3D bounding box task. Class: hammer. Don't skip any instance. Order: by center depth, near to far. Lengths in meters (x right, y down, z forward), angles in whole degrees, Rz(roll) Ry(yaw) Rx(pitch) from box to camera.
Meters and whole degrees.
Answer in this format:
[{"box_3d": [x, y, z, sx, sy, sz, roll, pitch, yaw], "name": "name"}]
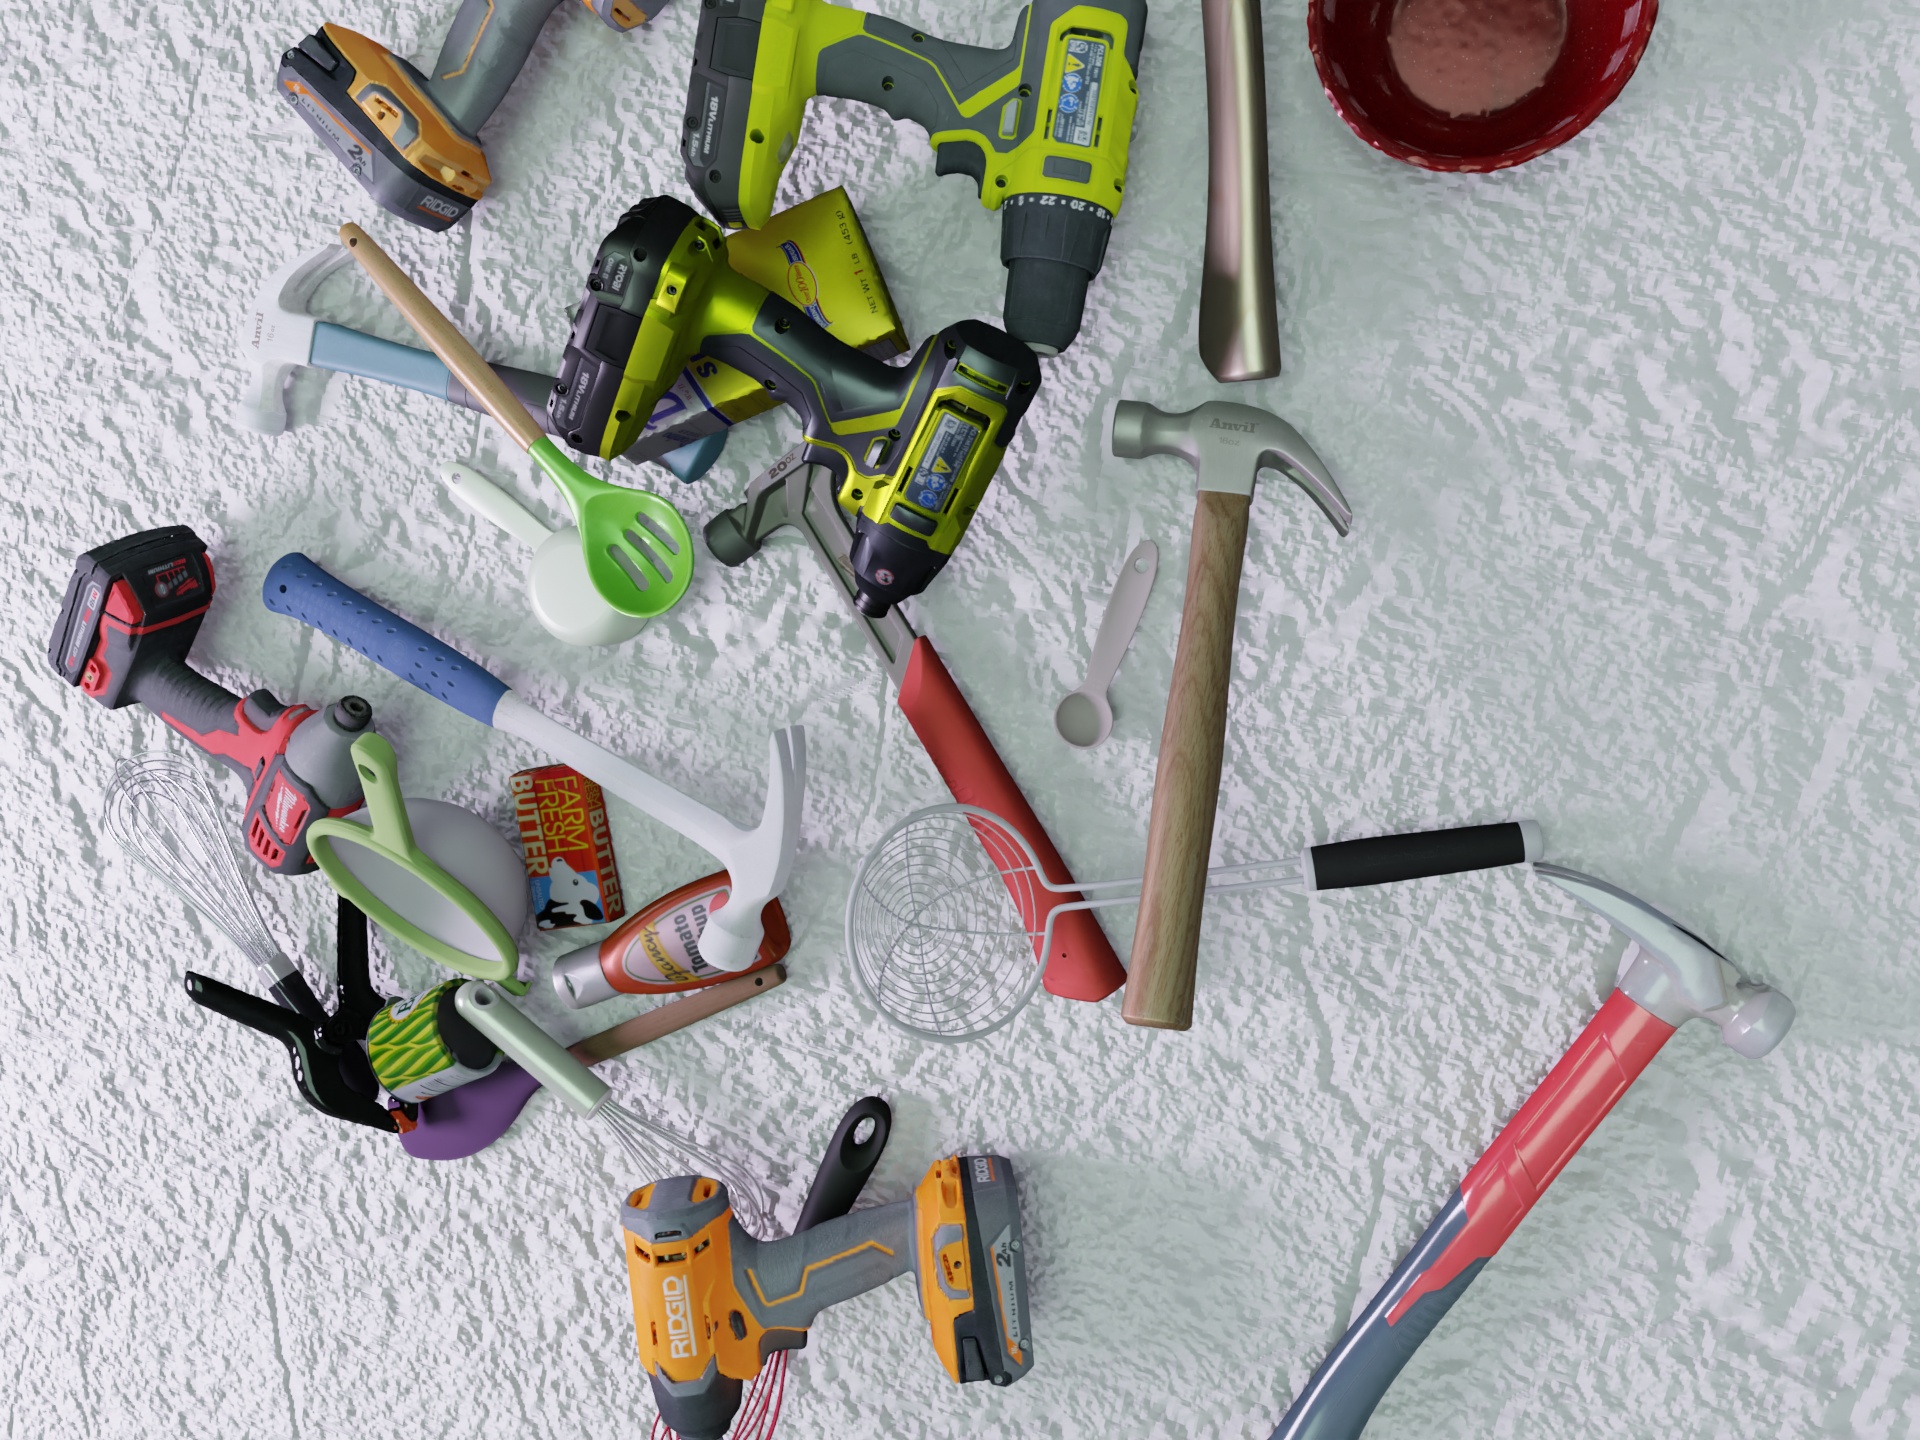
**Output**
[{"box_3d": [0.138, -0.379, 0.793, 0.146, 0.038, 0.410, 11, 109, 59], "name": "hammer"}, {"box_3d": [0.125, -0.007, 0.821, 0.130, 0.031, 0.331, 7, 78, 10], "name": "hammer"}, {"box_3d": [0.269, 0.263, 0.867, 0.143, 0.038, 0.386, 35, 105, 11], "name": "hammer"}, {"box_3d": [-0.001, -0.003, 0.914, 0.149, 0.036, 0.359, -32, 87, 18], "name": "hammer"}, {"box_3d": [-0.267, -0.008, 0.965, 0.406, 0.035, 0.144, 28, 105, 19], "name": "hammer"}, {"box_3d": [-0.297, -0.204, 0.978, 0.331, 0.033, 0.128, 17, 102, 14], "name": "hammer"}]

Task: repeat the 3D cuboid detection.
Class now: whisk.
[{"box_3d": [-0.114, 0.361, 0.984, 0.073, 0.073, 0.296, 28, 98, 11], "name": "whisk"}, {"box_3d": [-0.219, 0.245, 0.991, 0.246, 0.058, 0.059, 38, 131, 5], "name": "whisk"}, {"box_3d": [-0.477, 0.141, 1.063, 0.070, 0.070, 0.284, -35, 91, 17], "name": "whisk"}]

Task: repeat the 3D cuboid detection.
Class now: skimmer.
[{"box_3d": [0.124, 0.090, 0.834, 0.363, 0.090, 0.127, -8, 89, 8], "name": "skimmer"}]

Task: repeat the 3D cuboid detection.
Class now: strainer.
[{"box_3d": [-0.315, 0.063, 0.944, 0.151, 0.069, 0.256, 28, 147, 8], "name": "strainer"}]

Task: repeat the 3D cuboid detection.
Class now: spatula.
[{"box_3d": [-0.244, 0.218, 1.022, 0.316, 0.018, 0.060, -25, 86, 19], "name": "spatula"}]

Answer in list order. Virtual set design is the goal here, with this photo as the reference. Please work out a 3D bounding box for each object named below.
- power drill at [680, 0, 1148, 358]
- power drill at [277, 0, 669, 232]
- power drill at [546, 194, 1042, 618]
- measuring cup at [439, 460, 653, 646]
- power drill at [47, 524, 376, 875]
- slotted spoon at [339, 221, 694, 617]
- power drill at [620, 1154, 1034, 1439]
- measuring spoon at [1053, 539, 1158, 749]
[{"box_3d": [-0.024, -0.301, 0.835, 0.228, 0.080, 0.190, 9, 93, -1], "name": "power drill"}, {"box_3d": [-0.293, -0.426, 0.926, 0.226, 0.084, 0.185, -43, 84, 12], "name": "power drill"}, {"box_3d": [-0.091, -0.160, 0.835, 0.223, 0.080, 0.171, 25, 121, -6], "name": "power drill"}, {"box_3d": [-0.263, -0.109, 0.975, 0.167, 0.038, 0.083, 37, 105, 7], "name": "measuring cup"}, {"box_3d": [-0.466, -0.016, 1.017, 0.220, 0.078, 0.143, 42, 123, 4], "name": "power drill"}, {"box_3d": [-0.264, -0.182, 0.940, 0.070, 0.031, 0.314, -44, 83, 13], "name": "slotted spoon"}, {"box_3d": [-0.075, 0.341, 0.923, 0.226, 0.084, 0.164, -6, 96, -3], "name": "power drill"}, {"box_3d": [0.087, -0.042, 0.897, 0.034, 0.018, 0.124, 22, 96, 14], "name": "measuring spoon"}]
